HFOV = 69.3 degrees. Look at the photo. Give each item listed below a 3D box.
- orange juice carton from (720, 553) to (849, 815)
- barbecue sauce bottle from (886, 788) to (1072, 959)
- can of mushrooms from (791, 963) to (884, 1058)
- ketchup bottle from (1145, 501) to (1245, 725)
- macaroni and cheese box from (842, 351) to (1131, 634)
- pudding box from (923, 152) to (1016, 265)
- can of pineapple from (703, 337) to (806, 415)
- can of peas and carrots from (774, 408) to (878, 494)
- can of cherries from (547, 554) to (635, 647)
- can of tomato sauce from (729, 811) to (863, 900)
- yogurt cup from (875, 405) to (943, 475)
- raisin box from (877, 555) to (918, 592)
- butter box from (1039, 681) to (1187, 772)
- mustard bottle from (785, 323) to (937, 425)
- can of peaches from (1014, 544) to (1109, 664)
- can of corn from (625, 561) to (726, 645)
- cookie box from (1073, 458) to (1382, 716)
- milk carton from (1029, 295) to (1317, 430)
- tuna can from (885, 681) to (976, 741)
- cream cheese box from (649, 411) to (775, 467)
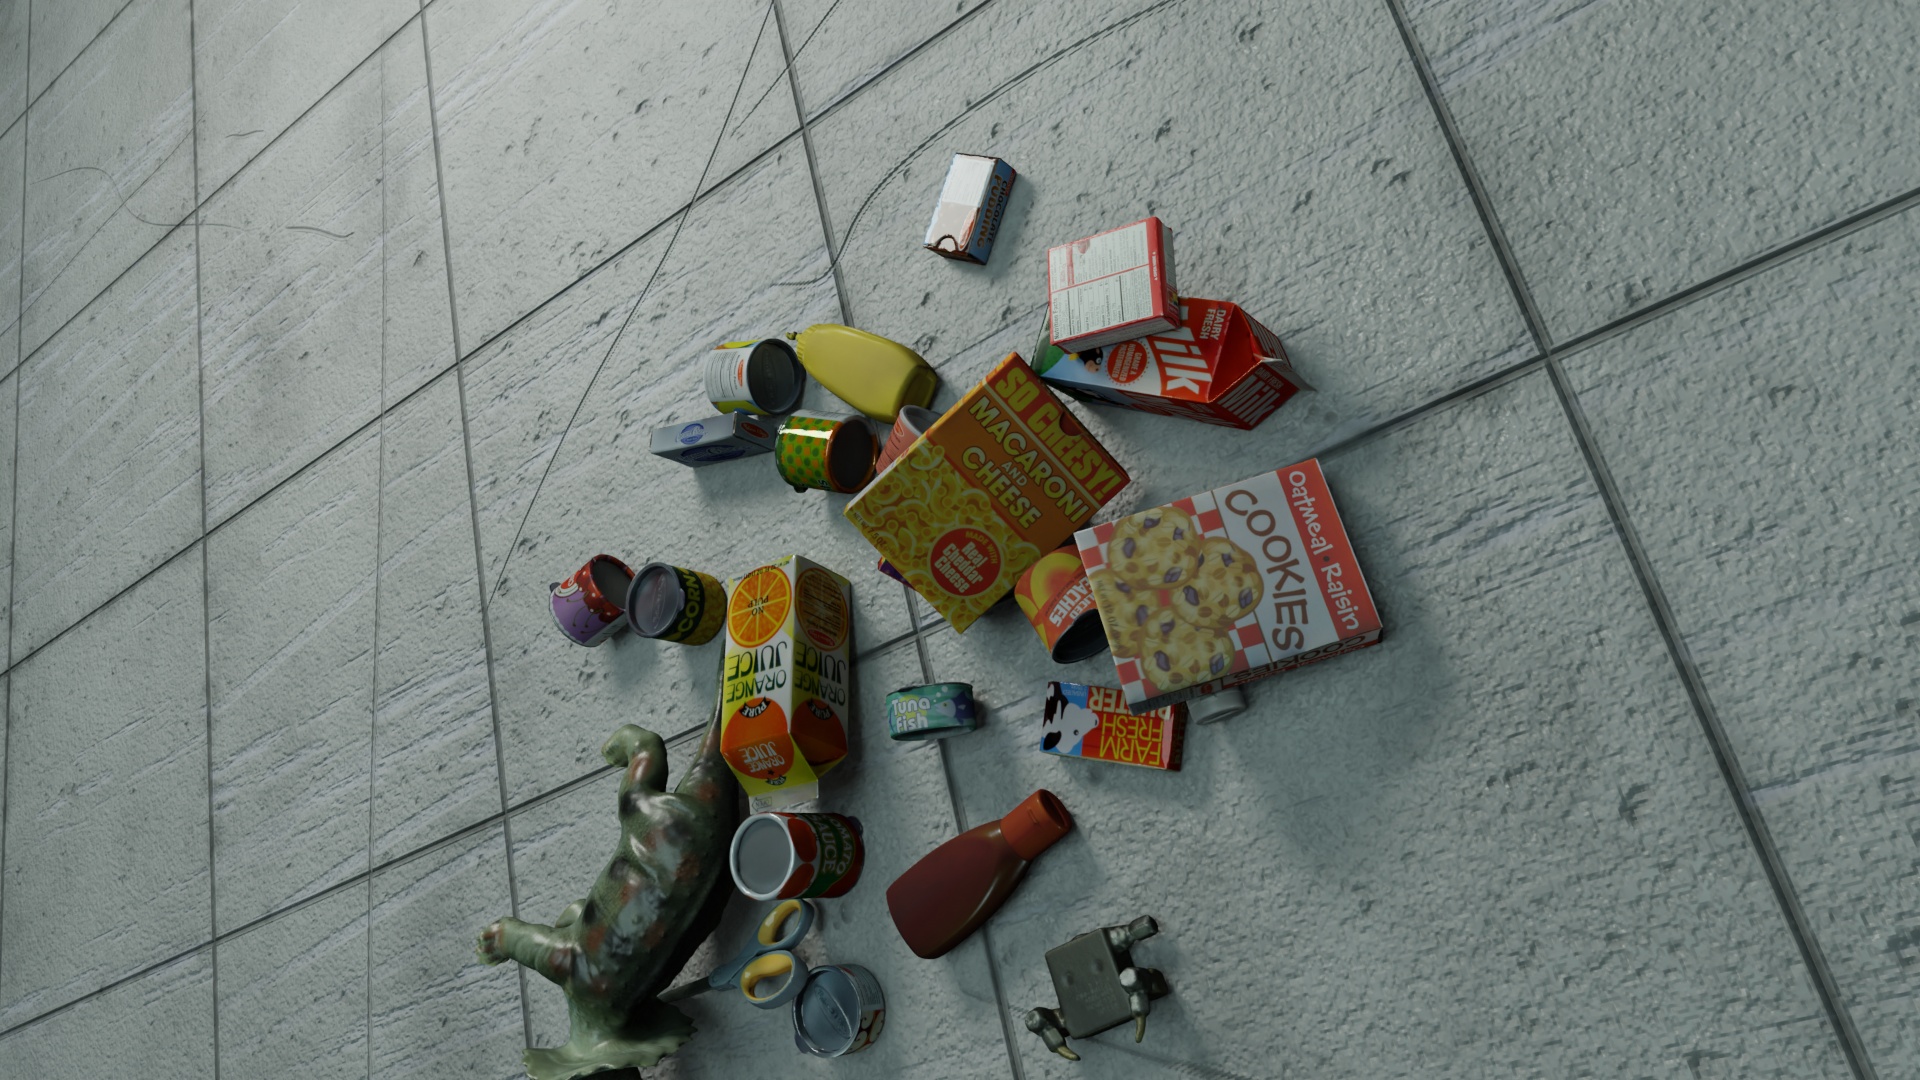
[{"bbox_3d":[-0.136,0.115,1.094,0.071,0.073,0.193,-18,59,30],"label":"orange juice carton"},{"bbox_3d":[0.015,0.236,0.999,0.148,0.043,0.065,-42,59,18],"label":"barbecue sauce bottle"},{"bbox_3d":[-0.094,0.356,1.050,0.071,0.033,0.071,-8,75,32],"label":"can of mushrooms"},{"bbox_3d":[0.152,0.050,0.948,0.064,0.043,0.149,-24,66,19],"label":"ketchup bottle"},{"bbox_3d":[0.019,-0.033,0.992,0.166,0.040,0.123,-42,100,9],"label":"macaroni and cheese box"},{"bbox_3d":[0.007,-0.270,1.132,0.050,0.030,0.083,18,90,35],"label":"pudding box"},{"bbox_3d":[-0.179,-0.141,1.207,0.058,0.071,0.071,2,80,39],"label":"can of pineapple"},{"bbox_3d":[-0.110,-0.071,1.143,0.059,0.071,0.071,9,84,35],"label":"can of peas and carrots"},{"bbox_3d":[-0.331,0.053,1.261,0.058,0.071,0.072,-36,61,22],"label":"can of cherries"},{"bbox_3d":[-0.124,0.241,1.067,0.071,0.083,0.071,-8,75,33],"label":"can of tomato sauce"},{"bbox_3d":[-0.030,-0.065,1.089,0.072,0.072,0.053,48,115,32],"label":"yogurt cup"},{"bbox_3d":[0.004,-0.013,1.041,0.086,0.040,0.123,29,97,-7],"label":"raisin box"},{"bbox_3d":[0.107,0.129,0.972,0.103,0.024,0.053,2,81,35],"label":"butter box"},{"bbox_3d":[-0.090,-0.148,1.158,0.160,0.049,0.065,31,96,36],"label":"mustard bottle"},{"bbox_3d":[0.079,0.044,0.983,0.071,0.071,0.058,-43,58,19],"label":"can of peaches"},{"bbox_3d":[-0.245,0.056,1.209,0.071,0.058,0.071,-9,74,33],"label":"can of corn"},{"bbox_3d":[0.173,0.030,0.905,0.167,0.040,0.123,-17,68,5],"label":"cookie box"},{"bbox_3d":[0.151,-0.128,0.974,0.190,0.072,0.073,15,87,36],"label":"milk carton"},{"bbox_3d":[-0.023,0.128,1.033,0.071,0.071,0.033,-17,71,30],"label":"tuna can"},{"bbox_3d":[-0.219,-0.088,1.229,0.103,0.053,0.024,-8,73,33],"label":"cream cheese box"}]
